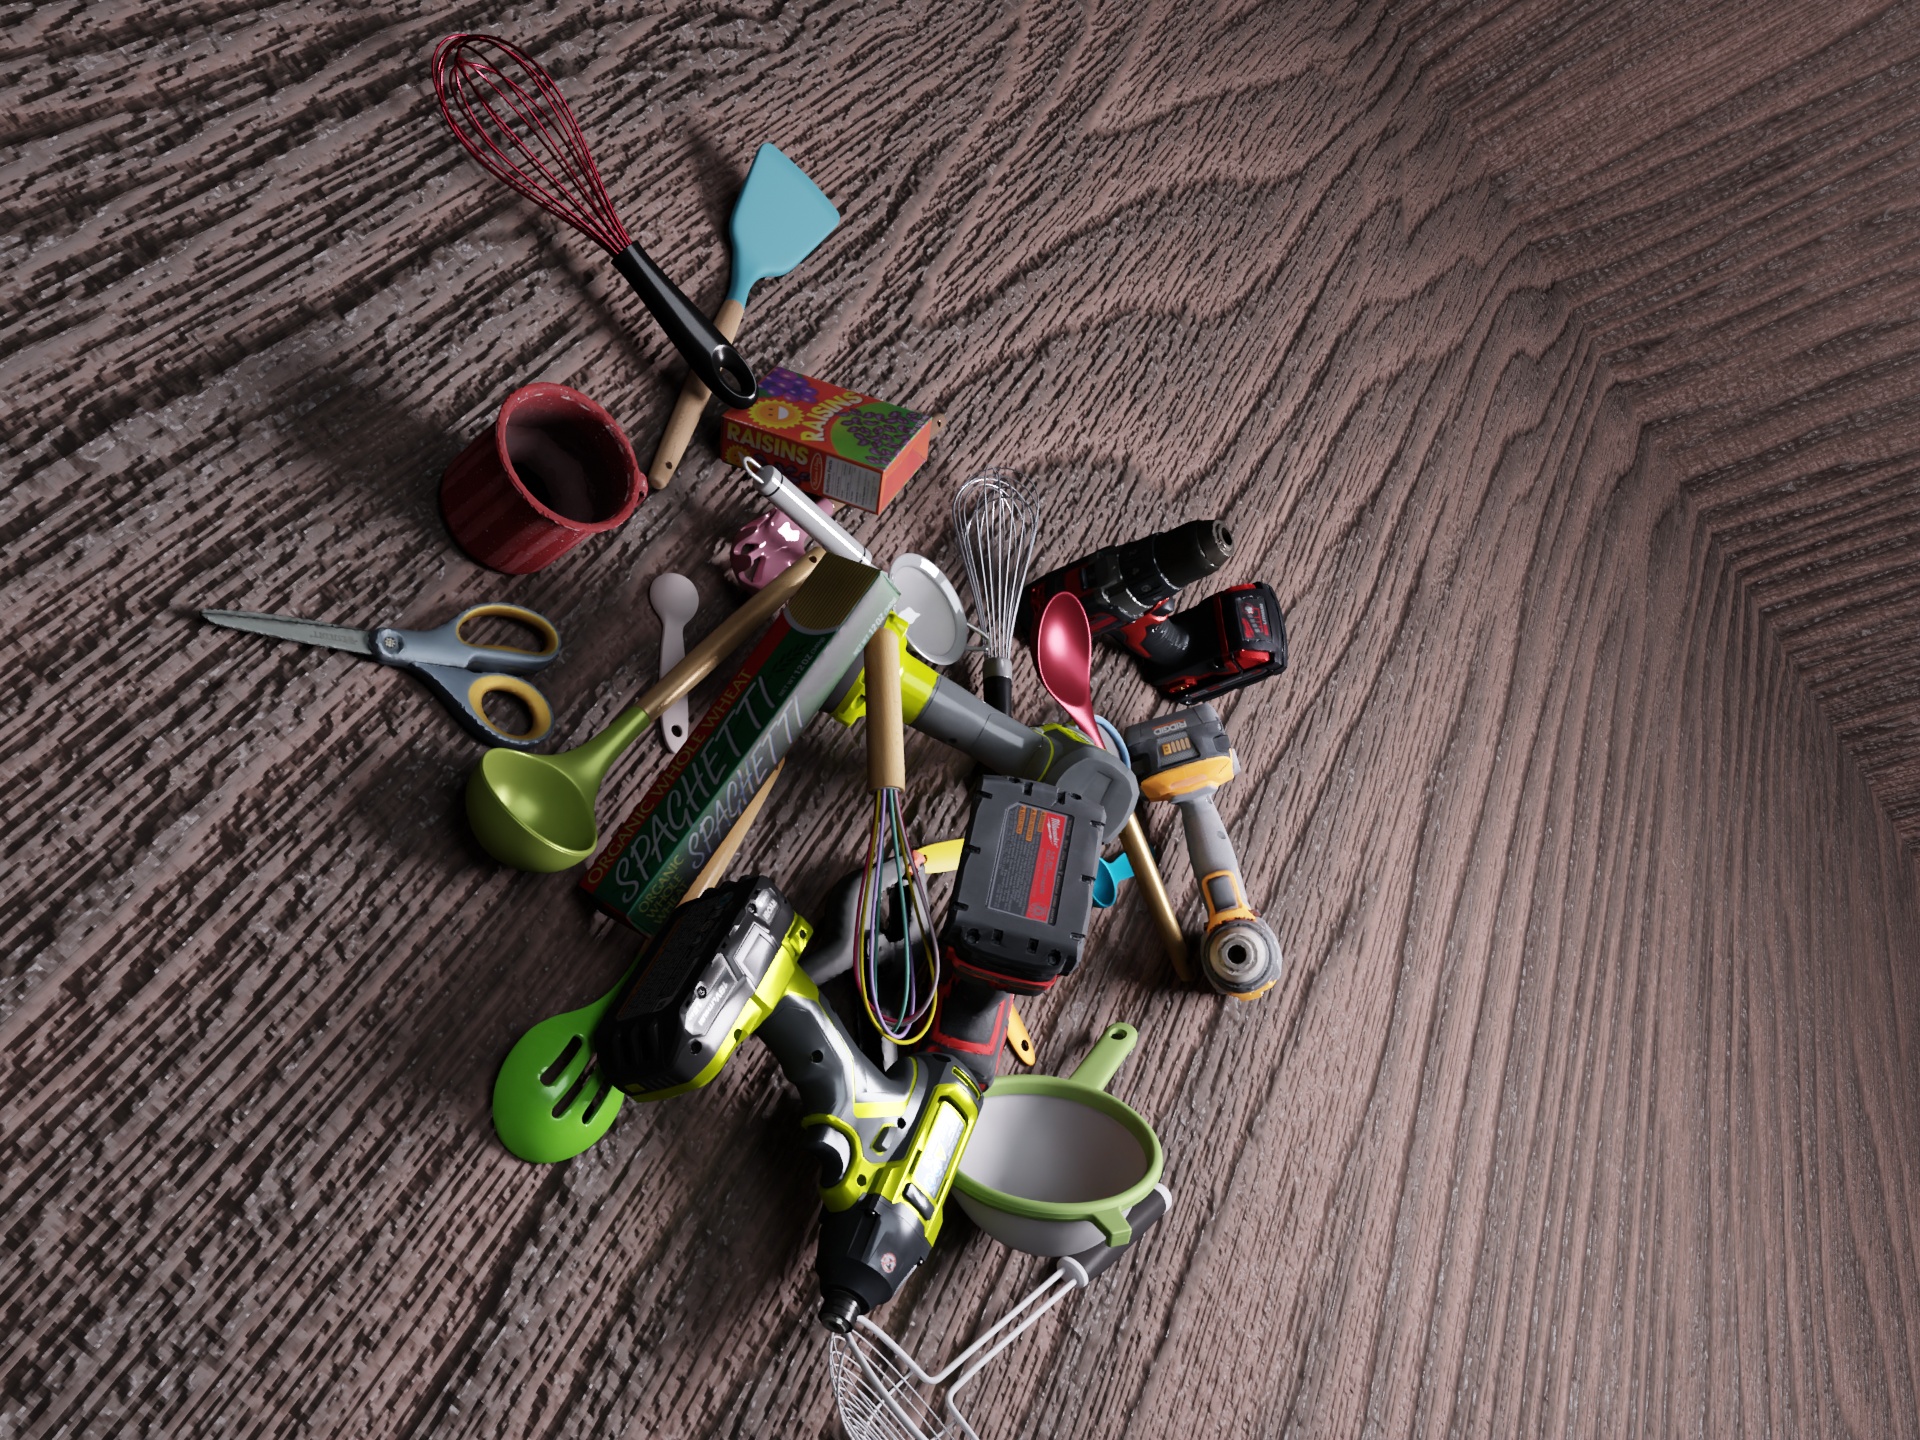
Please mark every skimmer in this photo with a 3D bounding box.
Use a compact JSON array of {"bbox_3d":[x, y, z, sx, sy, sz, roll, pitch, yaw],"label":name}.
[{"bbox_3d":[0.051,0.354,0.985,0.127,0.090,0.363,43,32,21],"label":"skimmer"}]

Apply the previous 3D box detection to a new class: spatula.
[{"bbox_3d":[-0.162,-0.282,1.123,0.082,0.044,0.318,40,46,-32],"label":"spatula"}]

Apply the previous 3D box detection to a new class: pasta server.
[{"bbox_3d":[-0.079,-0.167,1.158,0.316,0.040,0.060,-48,125,-50],"label":"pasta server"}]

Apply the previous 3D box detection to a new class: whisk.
[{"bbox_3d":[-0.233,-0.323,1.041,0.295,0.073,0.073,50,42,-14],"label":"whisk"},{"bbox_3d":[-0.039,0.062,0.906,0.047,0.051,0.245,2,68,-13],"label":"whisk"},{"bbox_3d":[0.026,-0.067,1.212,0.070,0.070,0.285,19,63,-41],"label":"whisk"}]

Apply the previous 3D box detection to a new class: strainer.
[{"bbox_3d":[0.069,0.280,1.057,0.256,0.151,0.069,-32,131,-63],"label":"strainer"},{"bbox_3d":[-0.068,-0.108,1.101,0.258,0.050,0.087,39,41,-45],"label":"strainer"}]

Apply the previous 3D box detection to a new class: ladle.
[{"bbox_3d":[0.115,0.054,1.173,0.069,0.031,0.315,-35,108,-44],"label":"ladle"},{"bbox_3d":[-0.168,-0.023,0.938,0.078,0.062,0.320,45,50,-4],"label":"ladle"}]

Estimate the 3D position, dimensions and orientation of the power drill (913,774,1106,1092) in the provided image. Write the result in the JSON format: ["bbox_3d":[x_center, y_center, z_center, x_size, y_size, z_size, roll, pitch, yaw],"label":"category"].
[{"bbox_3d":[0.021,0.131,0.984,0.078,0.219,0.143,15,57,-3],"label":"power drill"}]

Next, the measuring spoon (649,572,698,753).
[{"bbox_3d":[-0.176,-0.038,0.999,0.034,0.018,0.124,17,59,-42],"label":"measuring spoon"}]

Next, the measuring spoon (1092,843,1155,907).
[{"bbox_3d":[0.120,0.119,1.247,0.128,0.021,0.042,-16,82,-59],"label":"measuring spoon"}]

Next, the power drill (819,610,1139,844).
[{"bbox_3d":[-0.002,-0.003,1.055,0.228,0.191,0.080,30,93,-12],"label":"power drill"}]

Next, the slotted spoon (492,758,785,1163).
[{"bbox_3d":[-0.169,0.119,0.918,0.070,0.031,0.314,50,40,-21],"label":"slotted spoon"}]

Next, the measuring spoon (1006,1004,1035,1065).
[{"bbox_3d":[0.027,0.187,1.107,0.021,0.011,0.117,-26,90,-51],"label":"measuring spoon"}]

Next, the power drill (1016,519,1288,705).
[{"bbox_3d":[0.179,-0.092,1.290,0.226,0.188,0.080,17,59,-46],"label":"power drill"}]

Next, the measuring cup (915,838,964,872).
[{"bbox_3d":[0.019,0.087,1.142,0.156,0.029,0.062,-7,107,-36],"label":"measuring cup"}]

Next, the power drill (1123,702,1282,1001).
[{"bbox_3d":[0.194,0.105,1.233,0.185,0.084,0.226,36,38,-75],"label":"power drill"}]

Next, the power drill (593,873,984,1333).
[{"bbox_3d":[-0.088,0.210,0.879,0.223,0.080,0.171,51,40,-21],"label":"power drill"}]
